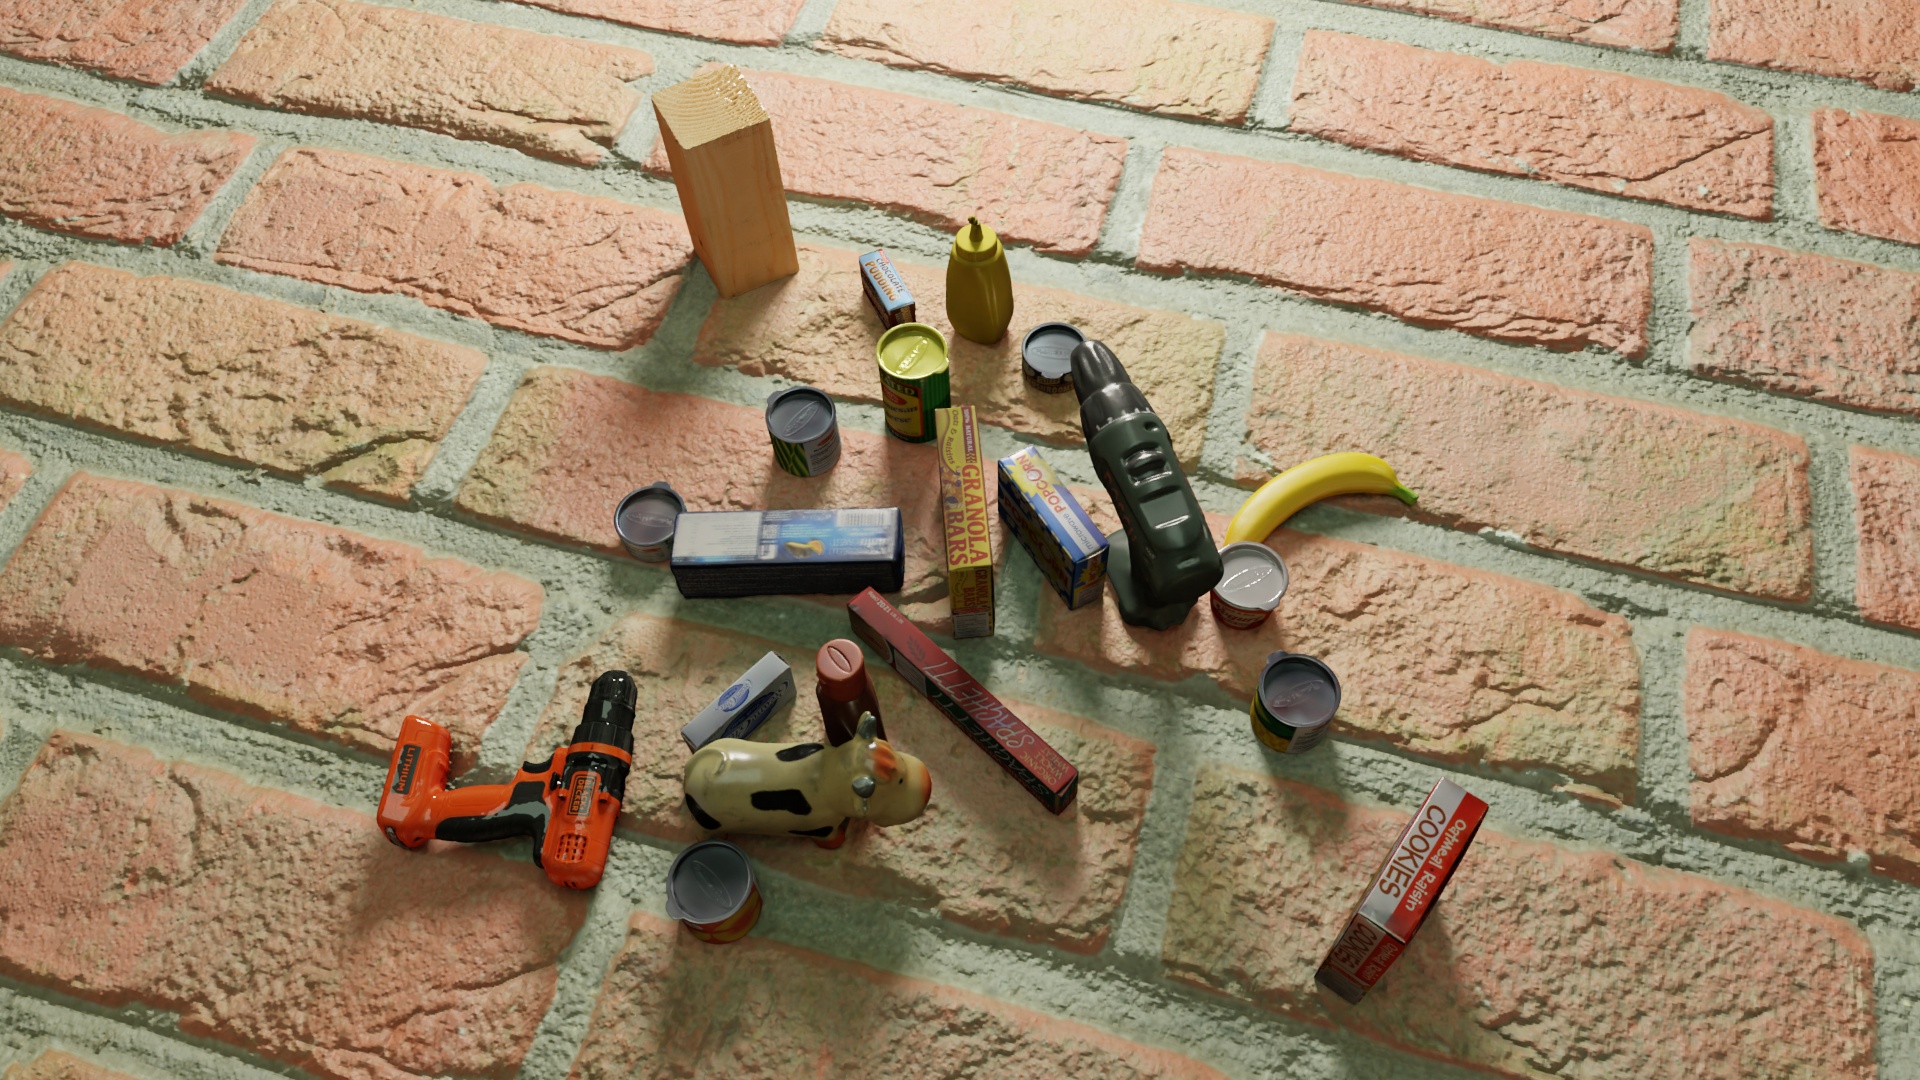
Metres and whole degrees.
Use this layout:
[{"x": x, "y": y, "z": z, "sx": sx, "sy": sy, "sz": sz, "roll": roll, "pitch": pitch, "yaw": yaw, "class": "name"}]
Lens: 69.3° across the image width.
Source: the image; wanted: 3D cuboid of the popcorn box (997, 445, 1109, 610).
[{"x": 0.081, "y": -0.011, "z": 1.229, "sx": 0.038, "sy": 0.084, "sz": 0.127, "roll": -28, "pitch": 61, "yaw": -14, "class": "popcorn box"}]

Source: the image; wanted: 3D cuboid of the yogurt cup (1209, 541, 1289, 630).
[{"x": 0.247, "y": 0.042, "z": 1.208, "sx": 0.072, "sy": 0.053, "sz": 0.073, "roll": -1, "pitch": 58, "yaw": 1, "class": "yogurt cup"}]

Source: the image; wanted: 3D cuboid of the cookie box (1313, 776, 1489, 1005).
[{"x": 0.317, "y": 0.257, "z": 1.005, "sx": 0.040, "sy": 0.166, "sz": 0.123, "roll": 32, "pitch": 65, "yaw": 20, "class": "cookie box"}]

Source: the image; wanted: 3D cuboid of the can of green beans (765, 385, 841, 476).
[{"x": -0.147, "y": -0.102, "z": 1.309, "sx": 0.071, "sy": 0.057, "sz": 0.071, "roll": -1, "pitch": 58, "yaw": 1, "class": "can of green beans"}]

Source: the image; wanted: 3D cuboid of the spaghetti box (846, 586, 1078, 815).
[{"x": 0.000, "y": 0.132, "z": 1.162, "sx": 0.250, "sy": 0.050, "sz": 0.029, "roll": 40, "pitch": 67, "yaw": 23, "class": "spaghetti box"}]

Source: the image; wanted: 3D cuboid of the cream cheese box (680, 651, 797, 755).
[{"x": -0.184, "y": 0.143, "z": 1.160, "sx": 0.024, "sy": 0.053, "sz": 0.104, "roll": 39, "pitch": 67, "yaw": 22, "class": "cream cheese box"}]

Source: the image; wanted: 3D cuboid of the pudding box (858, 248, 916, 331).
[{"x": -0.073, "y": -0.248, "z": 1.402, "sx": 0.030, "sy": 0.049, "sz": 0.084, "roll": -22, "pitch": 60, "yaw": -11, "class": "pudding box"}]

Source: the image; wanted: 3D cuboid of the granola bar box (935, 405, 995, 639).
[{"x": 0.004, "y": -0.015, "z": 1.211, "sx": 0.039, "sy": 0.123, "sz": 0.166, "roll": -5, "pitch": 58, "yaw": -1, "class": "granola bar box"}]

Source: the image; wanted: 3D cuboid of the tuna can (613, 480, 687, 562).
[{"x": -0.281, "y": -0.017, "z": 1.275, "sx": 0.071, "sy": 0.032, "sz": 0.071, "roll": -1, "pitch": 58, "yaw": 1, "class": "tuna can"}]

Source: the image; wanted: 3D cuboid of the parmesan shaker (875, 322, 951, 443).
[{"x": -0.040, "y": -0.145, "z": 1.306, "sx": 0.071, "sy": 0.102, "sz": 0.071, "roll": -1, "pitch": 58, "yaw": 2, "class": "parmesan shaker"}]

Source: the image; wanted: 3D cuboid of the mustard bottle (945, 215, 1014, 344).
[{"x": 0.018, "y": -0.257, "z": 1.340, "sx": 0.065, "sy": 0.159, "sz": 0.049, "roll": 23, "pitch": 62, "yaw": 15, "class": "mustard bottle"}]

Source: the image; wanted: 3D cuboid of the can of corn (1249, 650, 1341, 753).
[{"x": 0.274, "y": 0.133, "z": 1.148, "sx": 0.071, "sy": 0.058, "sz": 0.071, "roll": -1, "pitch": 58, "yaw": 1, "class": "can of corn"}]

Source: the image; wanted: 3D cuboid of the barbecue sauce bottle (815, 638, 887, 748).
[{"x": -0.090, "y": 0.128, "z": 1.110, "sx": 0.044, "sy": 0.147, "sz": 0.065, "roll": -34, "pitch": 63, "yaw": -17, "class": "barbecue sauce bottle"}]

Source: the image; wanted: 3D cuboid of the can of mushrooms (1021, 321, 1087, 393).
[{"x": 0.092, "y": -0.177, "z": 1.362, "sx": 0.071, "sy": 0.033, "sz": 0.071, "roll": -1, "pitch": 58, "yaw": 1, "class": "can of mushrooms"}]

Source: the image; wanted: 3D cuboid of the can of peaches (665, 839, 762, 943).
[{"x": -0.191, "y": 0.274, "z": 1.076, "sx": 0.071, "sy": 0.057, "sz": 0.071, "roll": -1, "pitch": 58, "yaw": 1, "class": "can of peaches"}]
